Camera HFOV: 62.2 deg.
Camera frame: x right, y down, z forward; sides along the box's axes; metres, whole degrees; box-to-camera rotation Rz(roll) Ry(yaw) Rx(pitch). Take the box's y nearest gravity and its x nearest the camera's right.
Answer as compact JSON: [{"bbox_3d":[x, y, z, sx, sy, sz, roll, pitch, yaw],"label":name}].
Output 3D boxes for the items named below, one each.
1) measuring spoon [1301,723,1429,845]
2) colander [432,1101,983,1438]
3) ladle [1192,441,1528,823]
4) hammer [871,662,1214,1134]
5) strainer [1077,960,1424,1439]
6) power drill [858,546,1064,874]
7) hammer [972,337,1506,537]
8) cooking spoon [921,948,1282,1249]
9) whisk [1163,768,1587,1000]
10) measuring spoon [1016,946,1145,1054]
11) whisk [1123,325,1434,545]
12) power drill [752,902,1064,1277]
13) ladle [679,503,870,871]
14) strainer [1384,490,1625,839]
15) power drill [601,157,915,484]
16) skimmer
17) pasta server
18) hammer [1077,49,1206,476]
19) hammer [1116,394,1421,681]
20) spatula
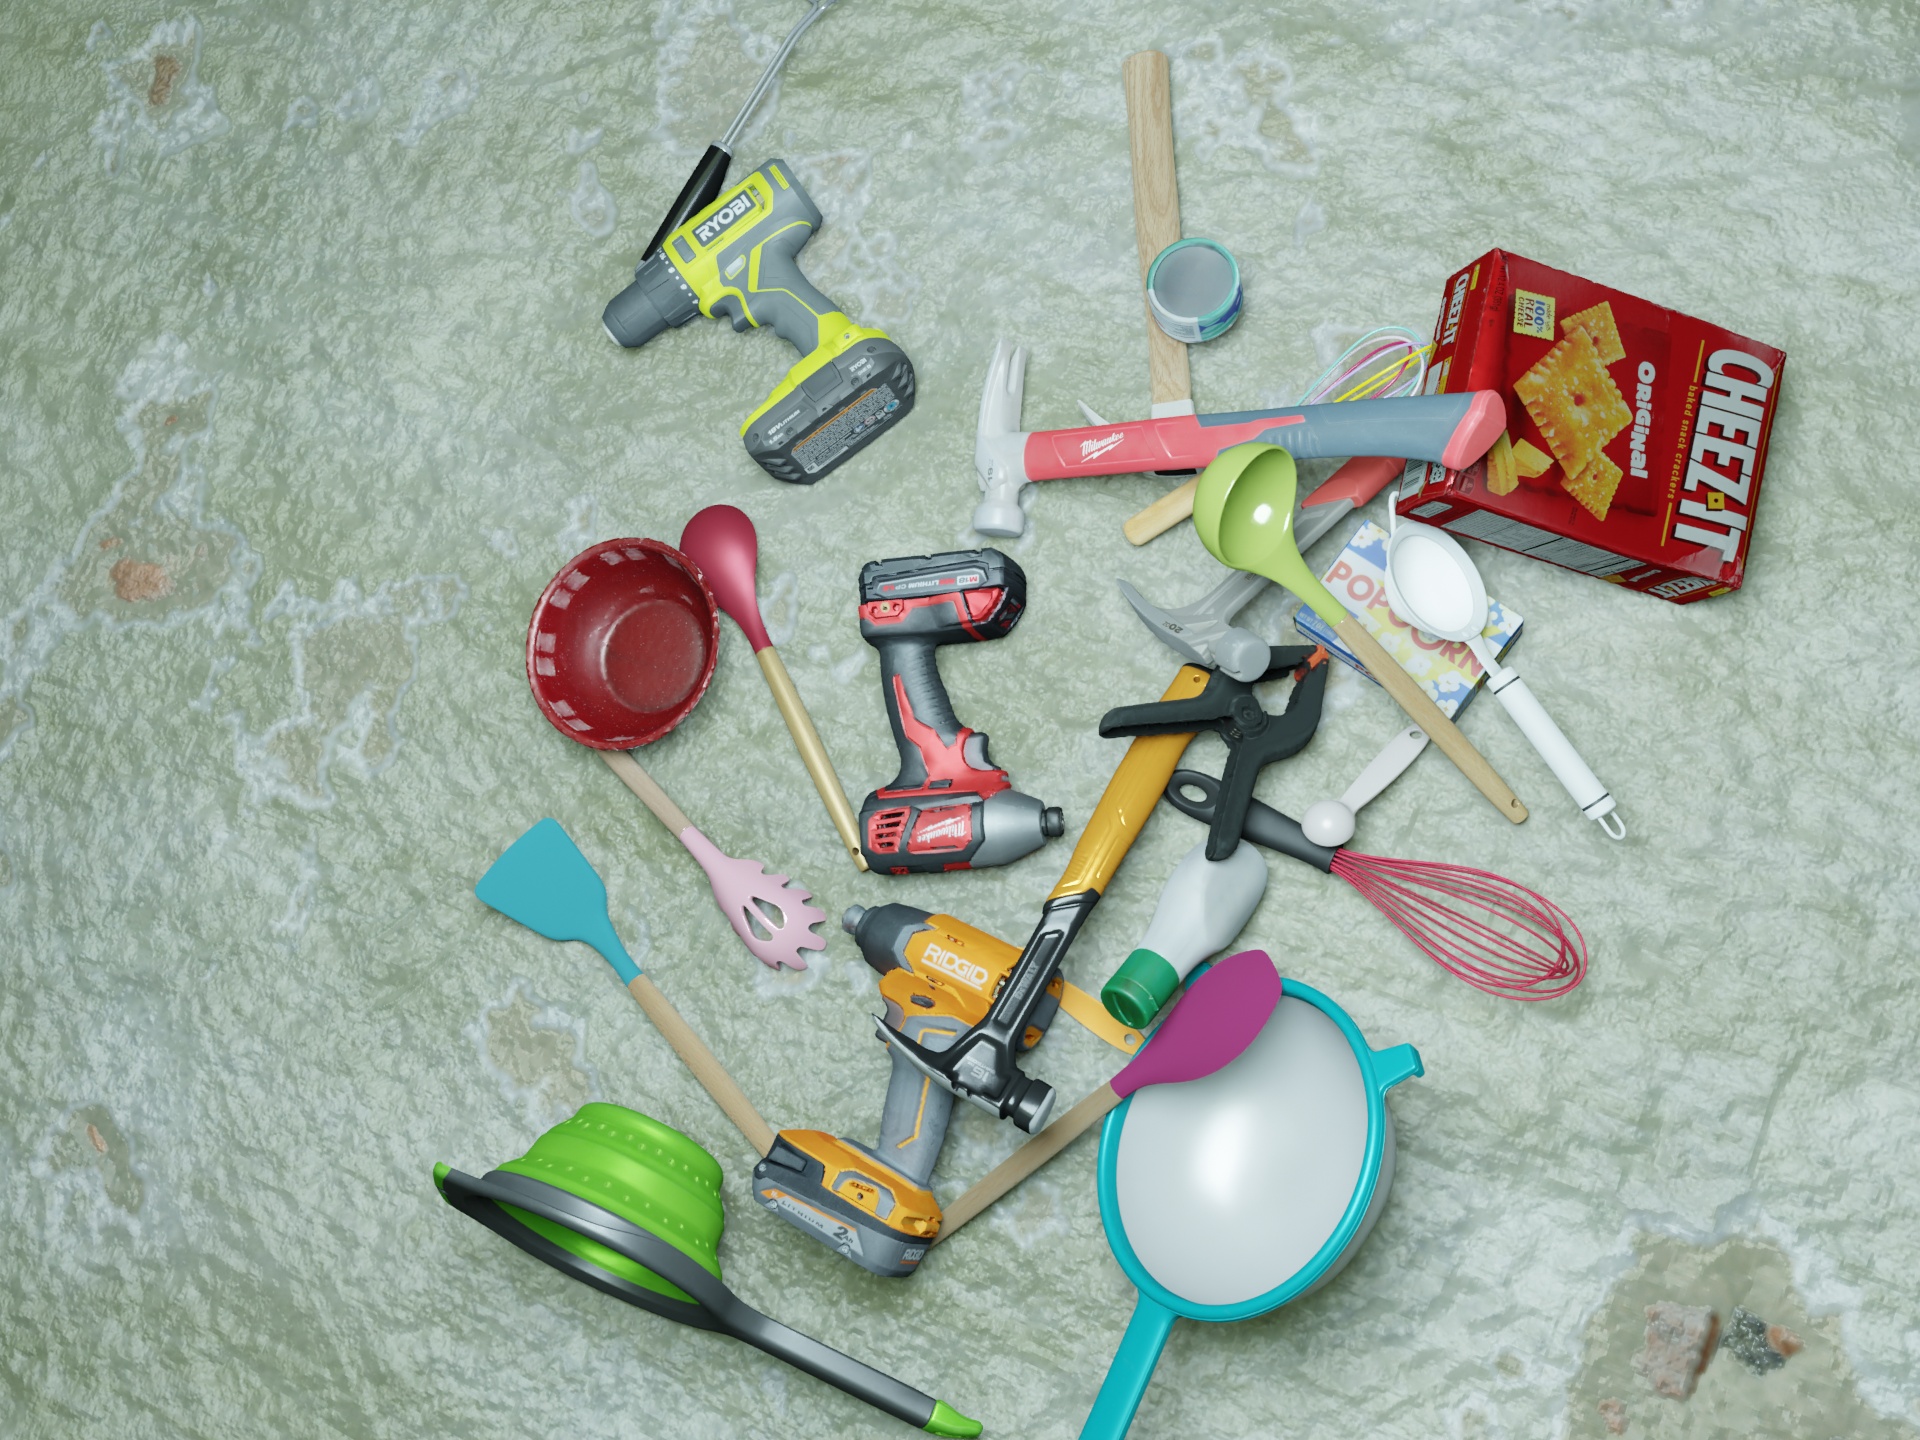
[{"bbox_3d":[0.271,0.036,1.047,0.124,0.018,0.034,-41,52,-20],"label":"measuring spoon"},{"bbox_3d":[-0.154,0.358,1.070,0.397,0.204,0.094,26,60,1],"label":"colander"},{"bbox_3d":[0.261,-0.046,0.996,0.320,0.062,0.078,45,76,-13],"label":"ladle"},{"bbox_3d":[0.078,0.097,1.052,0.127,0.034,0.337,26,70,19],"label":"hammer"},{"bbox_3d":[0.164,0.330,0.978,0.211,0.095,0.340,15,76,55],"label":"strainer"},{"bbox_3d":[-0.002,-0.004,1.122,0.143,0.078,0.220,-5,81,14],"label":"power drill"},{"bbox_3d":[0.166,-0.199,1.046,0.386,0.038,0.143,3,85,41],"label":"hammer"},{"bbox_3d":[0.084,0.255,1.038,0.319,0.017,0.069,-43,36,19],"label":"cooking spoon"},{"bbox_3d":[0.263,0.099,1.042,0.296,0.073,0.073,26,87,24],"label":"whisk"},{"bbox_3d":[0.081,0.193,1.095,0.117,0.011,0.021,34,107,15],"label":"measuring spoon"},{"bbox_3d":[0.213,-0.190,1.086,0.245,0.047,0.051,-31,115,26],"label":"whisk"},{"bbox_3d":[-0.048,0.238,1.079,0.164,0.084,0.226,23,80,24],"label":"power drill"},{"bbox_3d":[-0.136,-0.029,1.186,0.069,0.031,0.316,-31,75,15],"label":"ladle"},{"bbox_3d":[0.338,-0.031,1.012,0.087,0.050,0.258,-24,75,-37],"label":"strainer"},{"bbox_3d":[-0.157,-0.296,1.218,0.190,0.080,0.229,-36,70,5],"label":"power drill"},{"bbox_3d":[-0.179,-0.523,1.259,0.127,0.090,0.363,33,92,50],"label":"skimmer"},{"bbox_3d":[-0.218,0.068,1.190,0.316,0.040,0.060,43,92,22],"label":"pasta server"},{"bbox_3d":[0.145,-0.338,1.169,0.130,0.031,0.331,-6,78,13],"label":"hammer"},{"bbox_3d":[0.274,-0.173,1.083,0.359,0.036,0.149,-42,35,-4],"label":"hammer"},{"bbox_3d":[-0.226,0.209,1.154,0.082,0.044,0.318,-44,73,1],"label":"spatula"}]
